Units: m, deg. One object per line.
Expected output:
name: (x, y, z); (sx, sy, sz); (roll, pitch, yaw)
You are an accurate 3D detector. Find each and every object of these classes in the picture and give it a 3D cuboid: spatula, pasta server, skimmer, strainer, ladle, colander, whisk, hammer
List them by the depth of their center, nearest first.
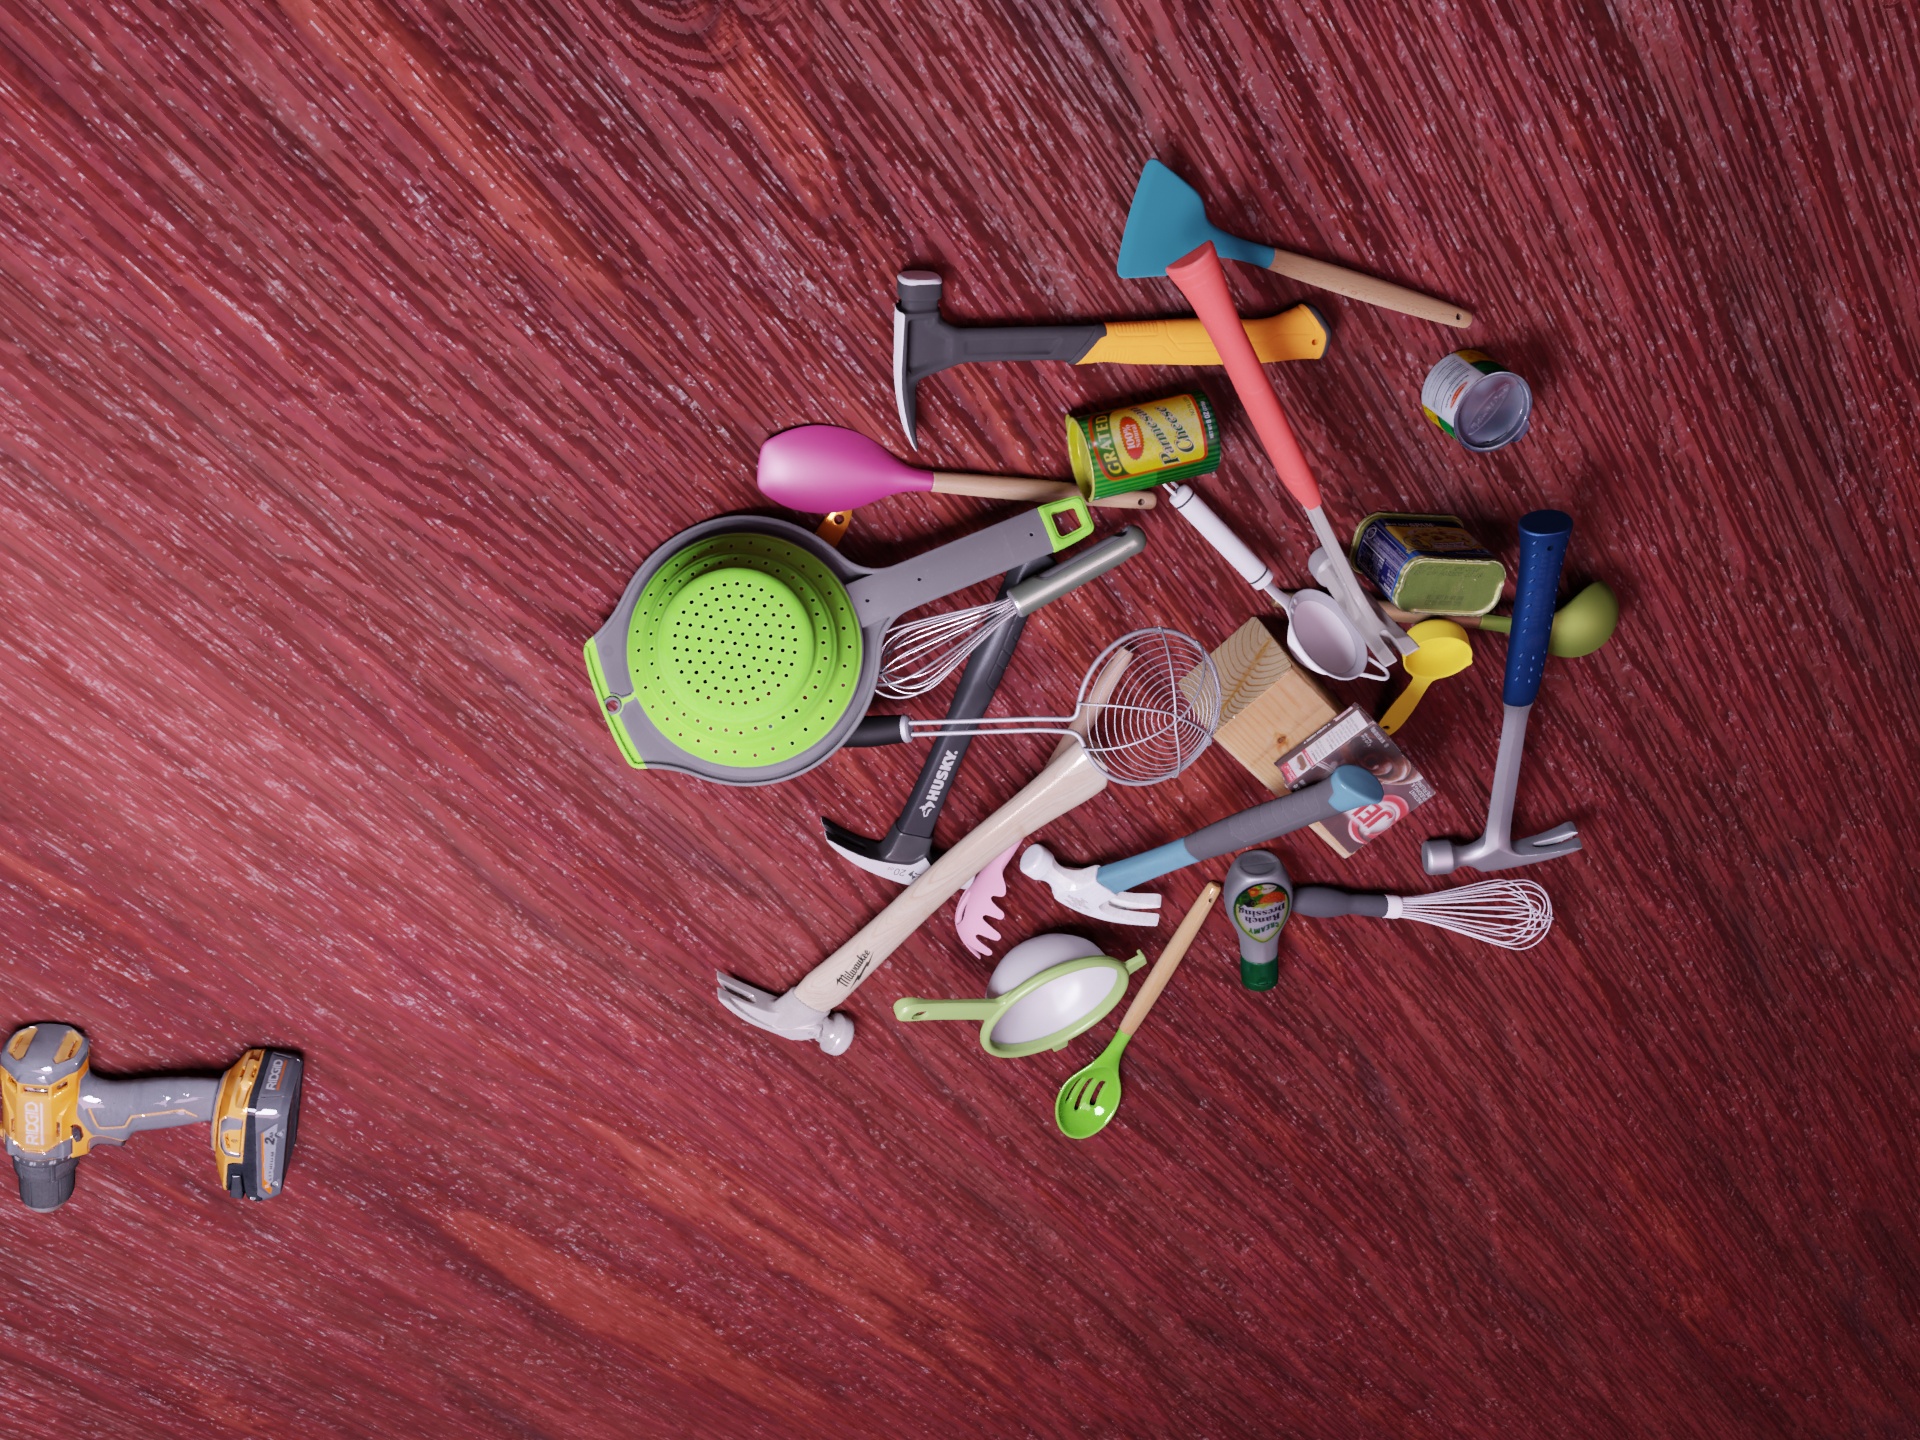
colander: (-0.085, -0.084, 1.166); (0.397, 0.094, 0.204); (-22, 90, -3)
spatula: (0.256, -0.334, 1.182); (0.317, 0.044, 0.082); (9, 106, -21)
hammer: (0.116, -0.274, 1.189); (0.337, 0.034, 0.127); (-5, 122, -12)
hammer: (0.245, -0.198, 1.190); (0.036, 0.149, 0.358); (-31, 127, 8)
whisk: (0.035, -0.088, 1.239); (0.246, 0.058, 0.059); (-29, 111, 0)
skimmer: (0.023, -0.005, 1.276); (0.363, 0.090, 0.127); (-2, 109, 18)
strainer: (0.251, -0.111, 1.303); (0.258, 0.087, 0.050); (43, 136, -16)
hammer: (-0.002, -0.004, 1.327); (0.146, 0.035, 0.334); (13, 117, -22)
hammer: (0.209, 0.104, 1.356); (0.128, 0.033, 0.331); (36, 138, -28)
hammer: (-0.036, 0.147, 1.371); (0.146, 0.038, 0.410); (31, 118, -33)
ladle: (0.421, -0.099, 1.381); (0.320, 0.062, 0.078); (5, 140, -9)
pasta server: (0.073, 0.073, 1.392); (0.040, 0.060, 0.316); (24, 109, -18)
hammer: (0.497, -0.011, 1.402); (0.144, 0.035, 0.405); (-5, 132, 4)
strainer: (0.036, 0.239, 1.443); (0.256, 0.069, 0.151); (7, 133, -39)
whisk: (0.450, 0.185, 1.553); (0.284, 0.070, 0.070); (5, 120, -12)

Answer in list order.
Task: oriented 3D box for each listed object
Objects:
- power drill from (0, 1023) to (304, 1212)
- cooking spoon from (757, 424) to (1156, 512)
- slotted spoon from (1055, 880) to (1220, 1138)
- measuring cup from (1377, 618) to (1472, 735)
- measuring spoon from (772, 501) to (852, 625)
power drill: (-0.686, 0.350, 1.345); (0.226, 0.084, 0.185); (9, 119, -15)
cooking spoon: (0.003, -0.182, 1.225); (0.318, 0.017, 0.068); (2, 115, -17)
slotted spoon: (0.176, 0.285, 1.560); (0.070, 0.031, 0.313); (17, 114, -24)
measuring cup: (0.398, -0.036, 1.401); (0.062, 0.029, 0.156); (7, 146, -7)
measuring spoon: (-0.116, -0.120, 1.238); (0.021, 0.011, 0.117); (24, 112, -26)
